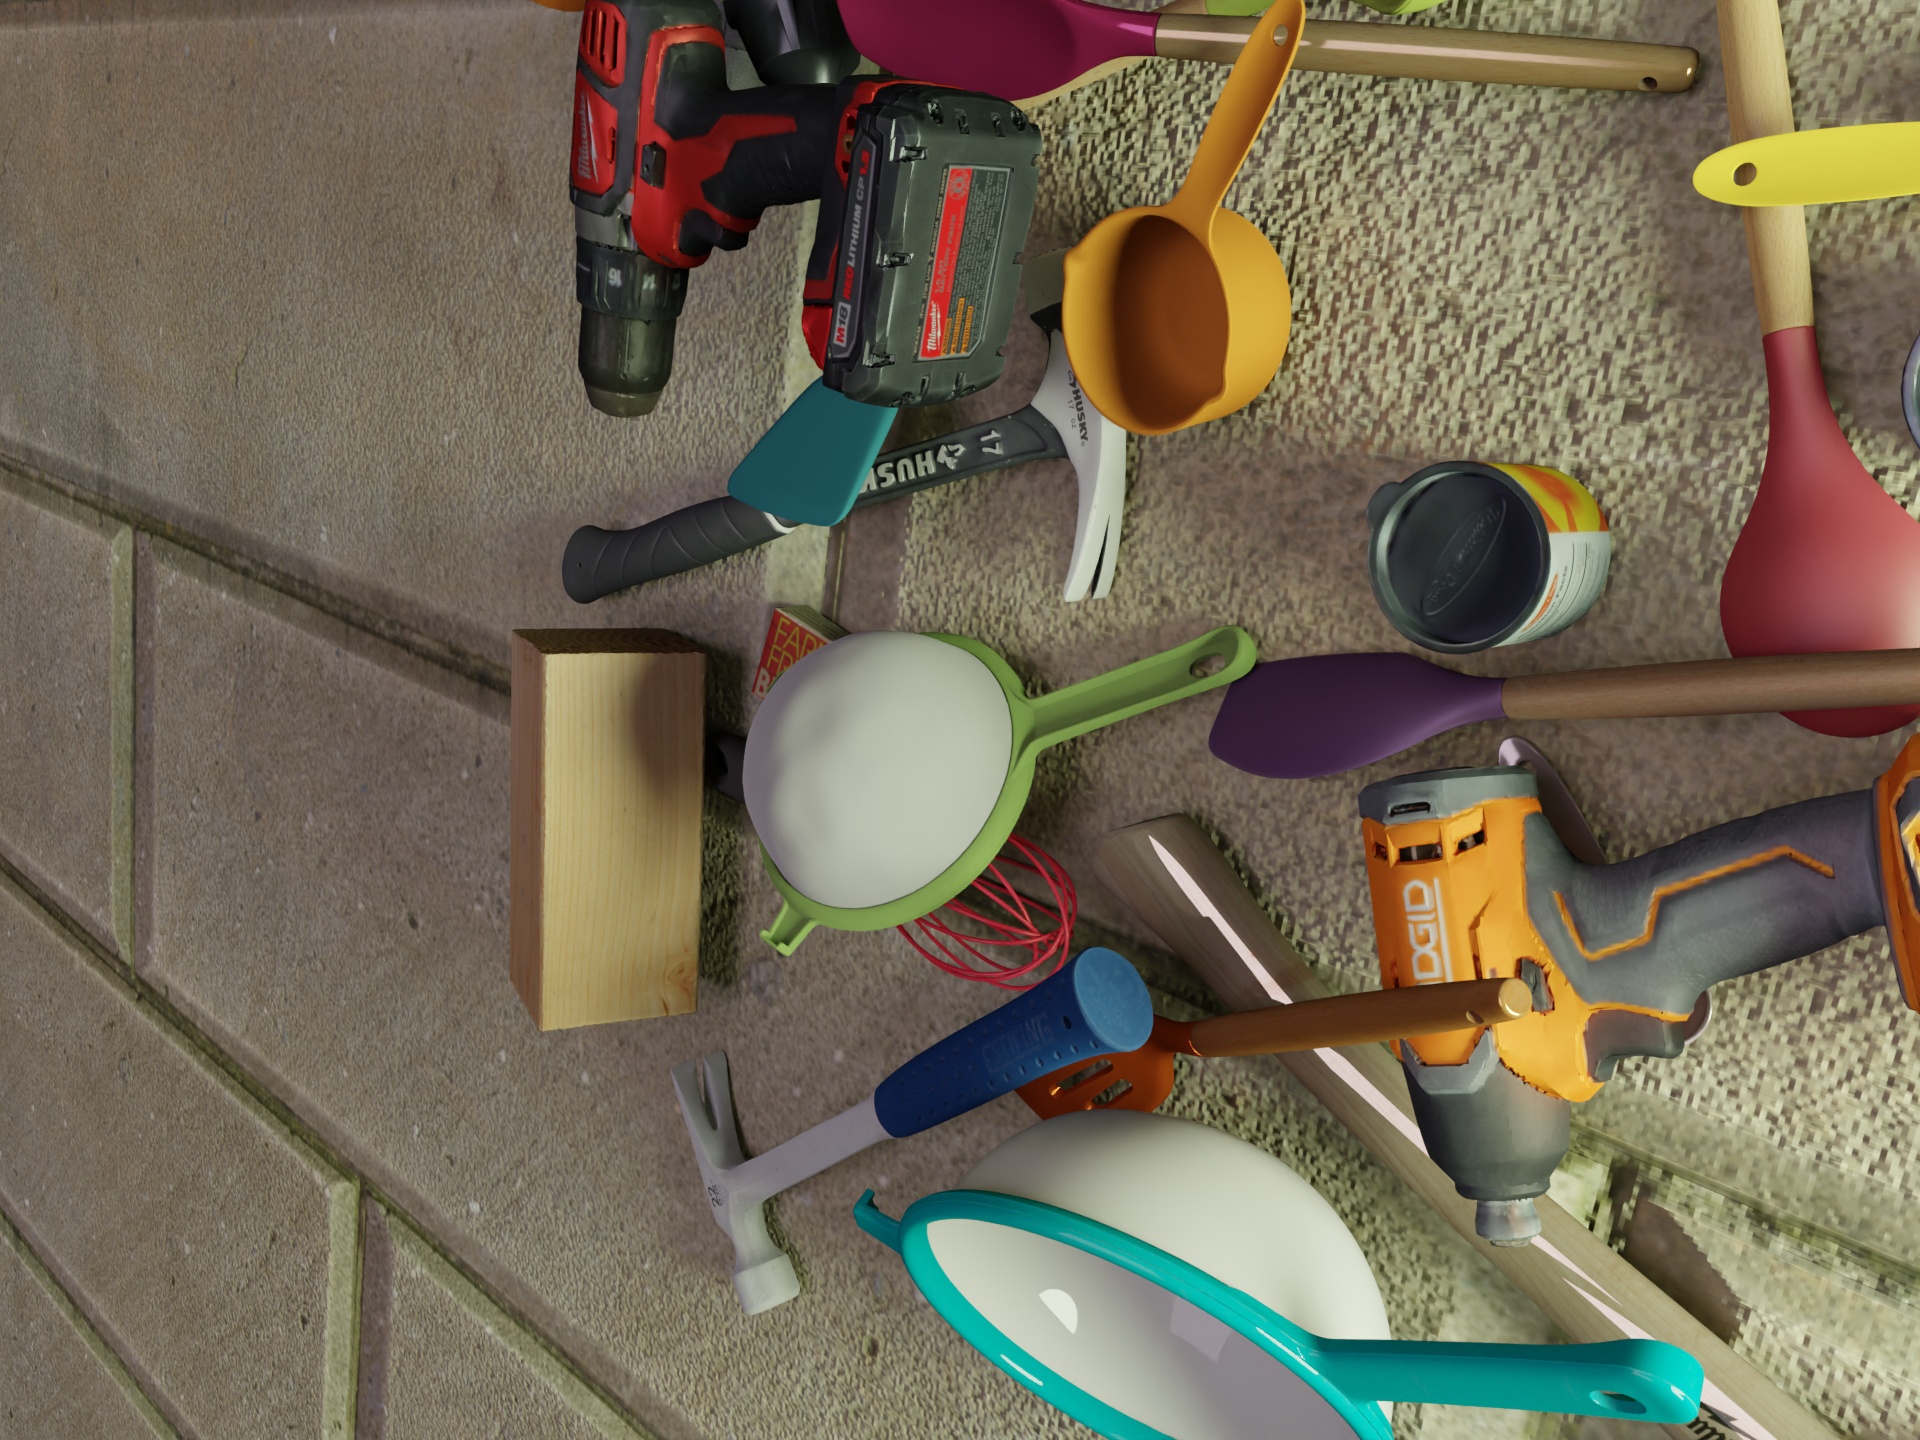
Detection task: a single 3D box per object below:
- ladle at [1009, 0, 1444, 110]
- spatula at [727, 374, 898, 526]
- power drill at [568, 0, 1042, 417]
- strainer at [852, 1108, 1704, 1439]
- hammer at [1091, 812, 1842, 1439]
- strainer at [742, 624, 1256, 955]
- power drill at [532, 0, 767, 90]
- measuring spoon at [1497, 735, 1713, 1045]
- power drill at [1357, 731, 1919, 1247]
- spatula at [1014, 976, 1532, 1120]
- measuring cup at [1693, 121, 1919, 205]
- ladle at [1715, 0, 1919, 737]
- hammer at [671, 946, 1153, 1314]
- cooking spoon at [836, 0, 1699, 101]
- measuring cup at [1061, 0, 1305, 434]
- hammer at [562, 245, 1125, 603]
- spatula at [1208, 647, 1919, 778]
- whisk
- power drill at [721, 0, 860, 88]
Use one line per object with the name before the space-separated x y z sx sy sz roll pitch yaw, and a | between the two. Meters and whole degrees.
ladle | 0.074 -0.283 0.641 0.320 0.062 0.078 -3 86 45
spatula | -0.030 -0.243 0.710 0.082 0.044 0.317 23 102 41
power drill | -0.086 -0.197 0.670 0.227 0.080 0.187 29 120 33
strainer | 0.123 0.204 0.593 0.211 0.095 0.340 45 144 -15
hammer | 0.193 0.187 0.607 0.411 0.038 0.146 44 123 30
strainer | -0.001 -0.002 0.694 0.256 0.069 0.152 -20 54 25
power drill | -0.164 -0.402 0.825 0.226 0.084 0.185 24 111 32
measuring spoon | 0.230 0.059 0.574 0.034 0.018 0.124 -37 64 30
power drill | 0.241 0.086 0.503 0.226 0.084 0.164 -12 80 40
spatula | 0.102 0.128 0.614 0.081 0.041 0.322 47 154 -4
measuring cup | 0.300 -0.163 0.465 0.157 0.029 0.062 10 102 39
ladle | 0.263 -0.150 0.508 0.069 0.031 0.315 -8 88 42
hammer | -0.042 0.186 0.769 0.405 0.035 0.144 -41 67 50
cooking spoon | 0.098 -0.249 0.581 0.319 0.068 0.017 14 65 21
measuring cup | 0.102 -0.191 0.610 0.095 0.052 0.173 47 134 25
hammer | -0.080 -0.107 0.816 0.409 0.036 0.149 -9 91 43
spatula | 0.211 -0.007 0.543 0.316 0.018 0.060 -4 53 48
whisk | -0.048 0.057 0.796 0.296 0.073 0.073 23 111 45
power drill | -0.016 -0.354 0.648 0.223 0.080 0.171 -8 92 43
